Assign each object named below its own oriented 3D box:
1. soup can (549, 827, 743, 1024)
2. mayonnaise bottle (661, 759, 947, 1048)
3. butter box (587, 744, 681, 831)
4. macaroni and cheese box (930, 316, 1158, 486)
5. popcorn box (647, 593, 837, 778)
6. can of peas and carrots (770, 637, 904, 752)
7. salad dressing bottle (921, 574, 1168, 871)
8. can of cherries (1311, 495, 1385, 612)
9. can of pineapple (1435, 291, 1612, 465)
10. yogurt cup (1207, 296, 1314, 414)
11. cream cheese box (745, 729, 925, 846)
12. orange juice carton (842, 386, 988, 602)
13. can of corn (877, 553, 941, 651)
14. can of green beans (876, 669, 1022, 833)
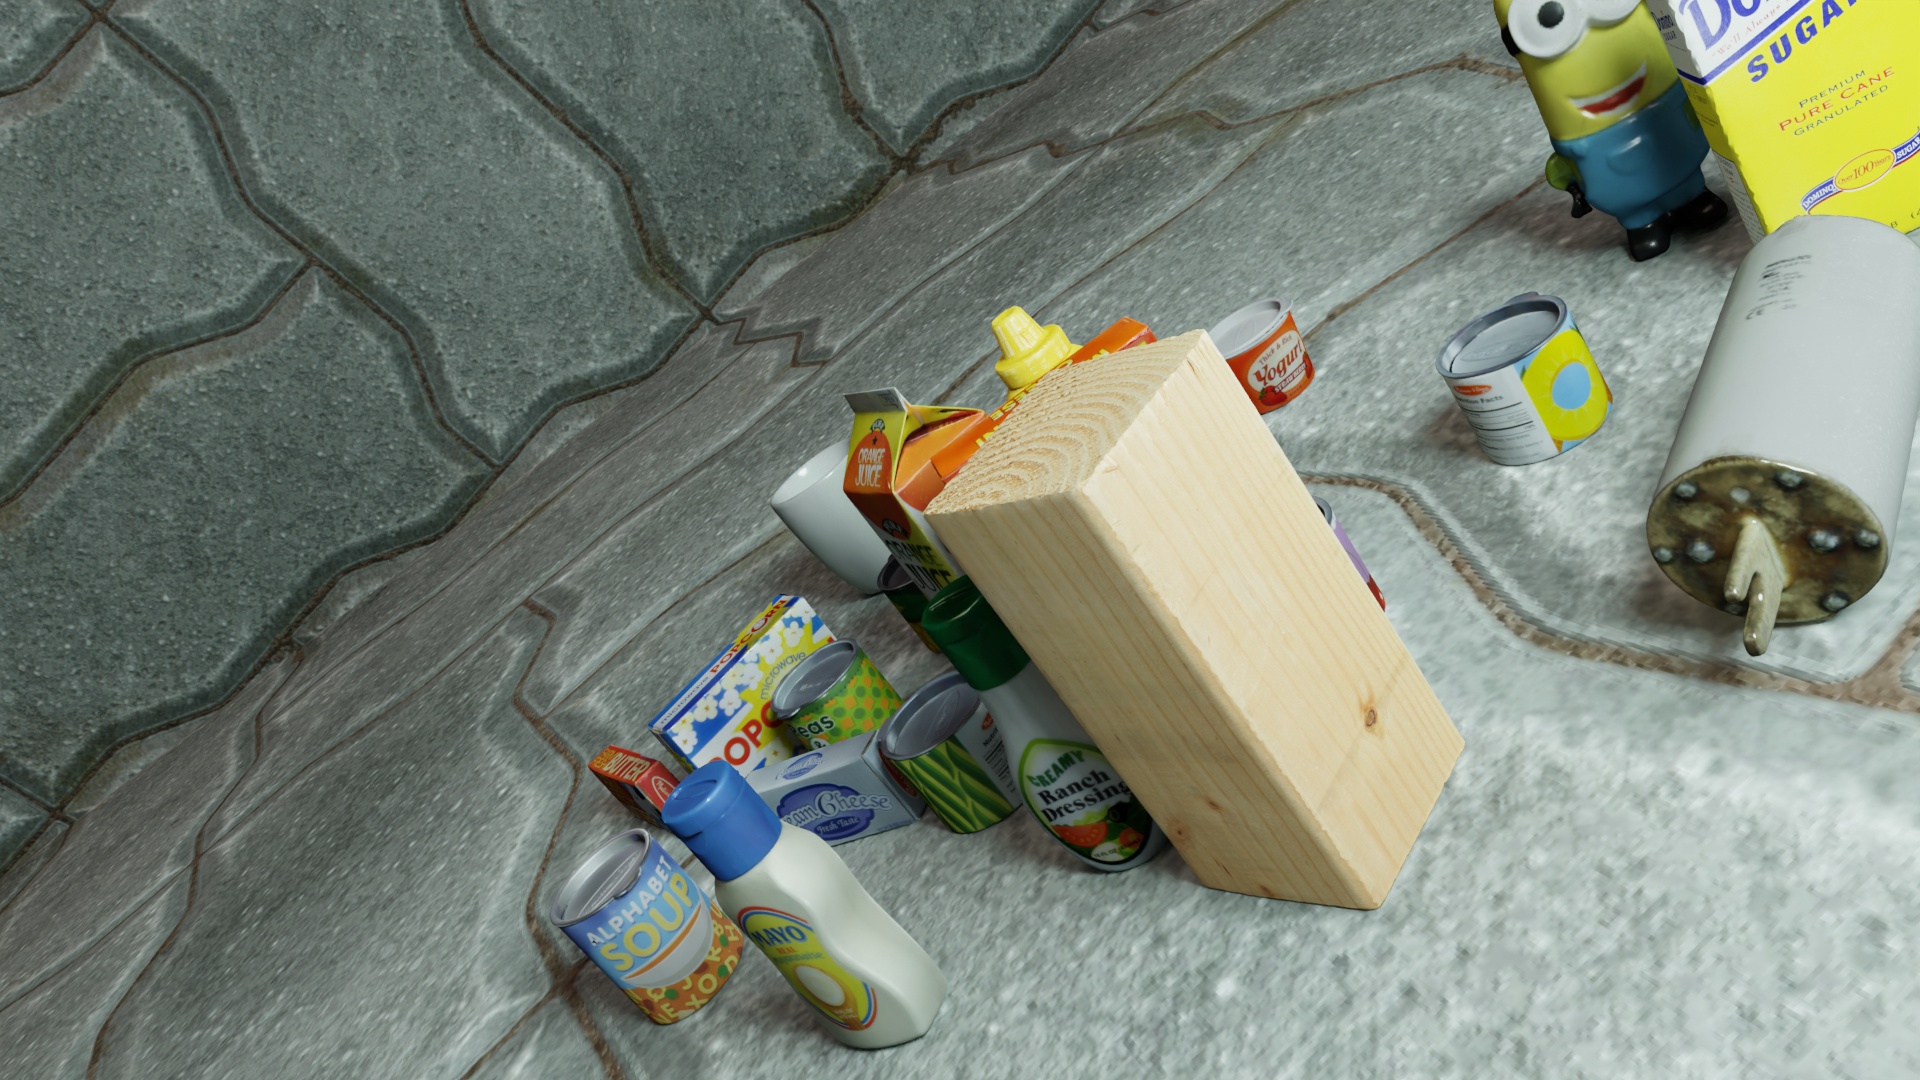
[{"bbox_3d":[-0.166,0.208,0.746,0.071,0.083,0.071,-32,21,14],"label":"soup can"},{"bbox_3d":[-0.070,0.159,0.604,0.064,0.147,0.041,-21,25,37],"label":"mayonnaise bottle"},{"bbox_3d":[-0.216,0.170,0.951,0.024,0.053,0.103,-46,22,-24],"label":"butter box"},{"bbox_3d":[0.083,-0.008,0.695,0.124,0.166,0.040,-37,20,1],"label":"macaroni and cheese box"},{"bbox_3d":[-0.127,0.107,0.899,0.127,0.085,0.038,-46,22,-25],"label":"popcorn box"},{"bbox_3d":[-0.075,0.105,0.858,0.071,0.058,0.071,-32,21,14],"label":"can of peas and carrots"},{"bbox_3d":[0.039,0.079,0.604,0.064,0.147,0.044,-27,22,25],"label":"salad dressing bottle"},{"bbox_3d":[0.161,0.020,0.664,0.071,0.058,0.072,-32,21,14],"label":"can of cherries"},{"bbox_3d":[0.281,-0.080,0.689,0.071,0.057,0.071,-32,21,14],"label":"can of pineapple"},{"bbox_3d":[0.197,-0.119,0.915,0.072,0.054,0.073,-32,21,14],"label":"yogurt cup"},{"bbox_3d":[-0.073,0.144,0.779,0.103,0.053,0.024,-23,24,33],"label":"cream cheese box"},{"bbox_3d":[0.003,-0.010,0.790,0.073,0.192,0.072,-44,21,-18],"label":"orange juice carton"},{"bbox_3d":[-0.013,0.031,0.920,0.071,0.058,0.071,-32,21,14],"label":"can of corn"},{"bbox_3d":[0.002,0.110,0.726,0.071,0.057,0.071,-32,21,14],"label":"can of green beans"}]
